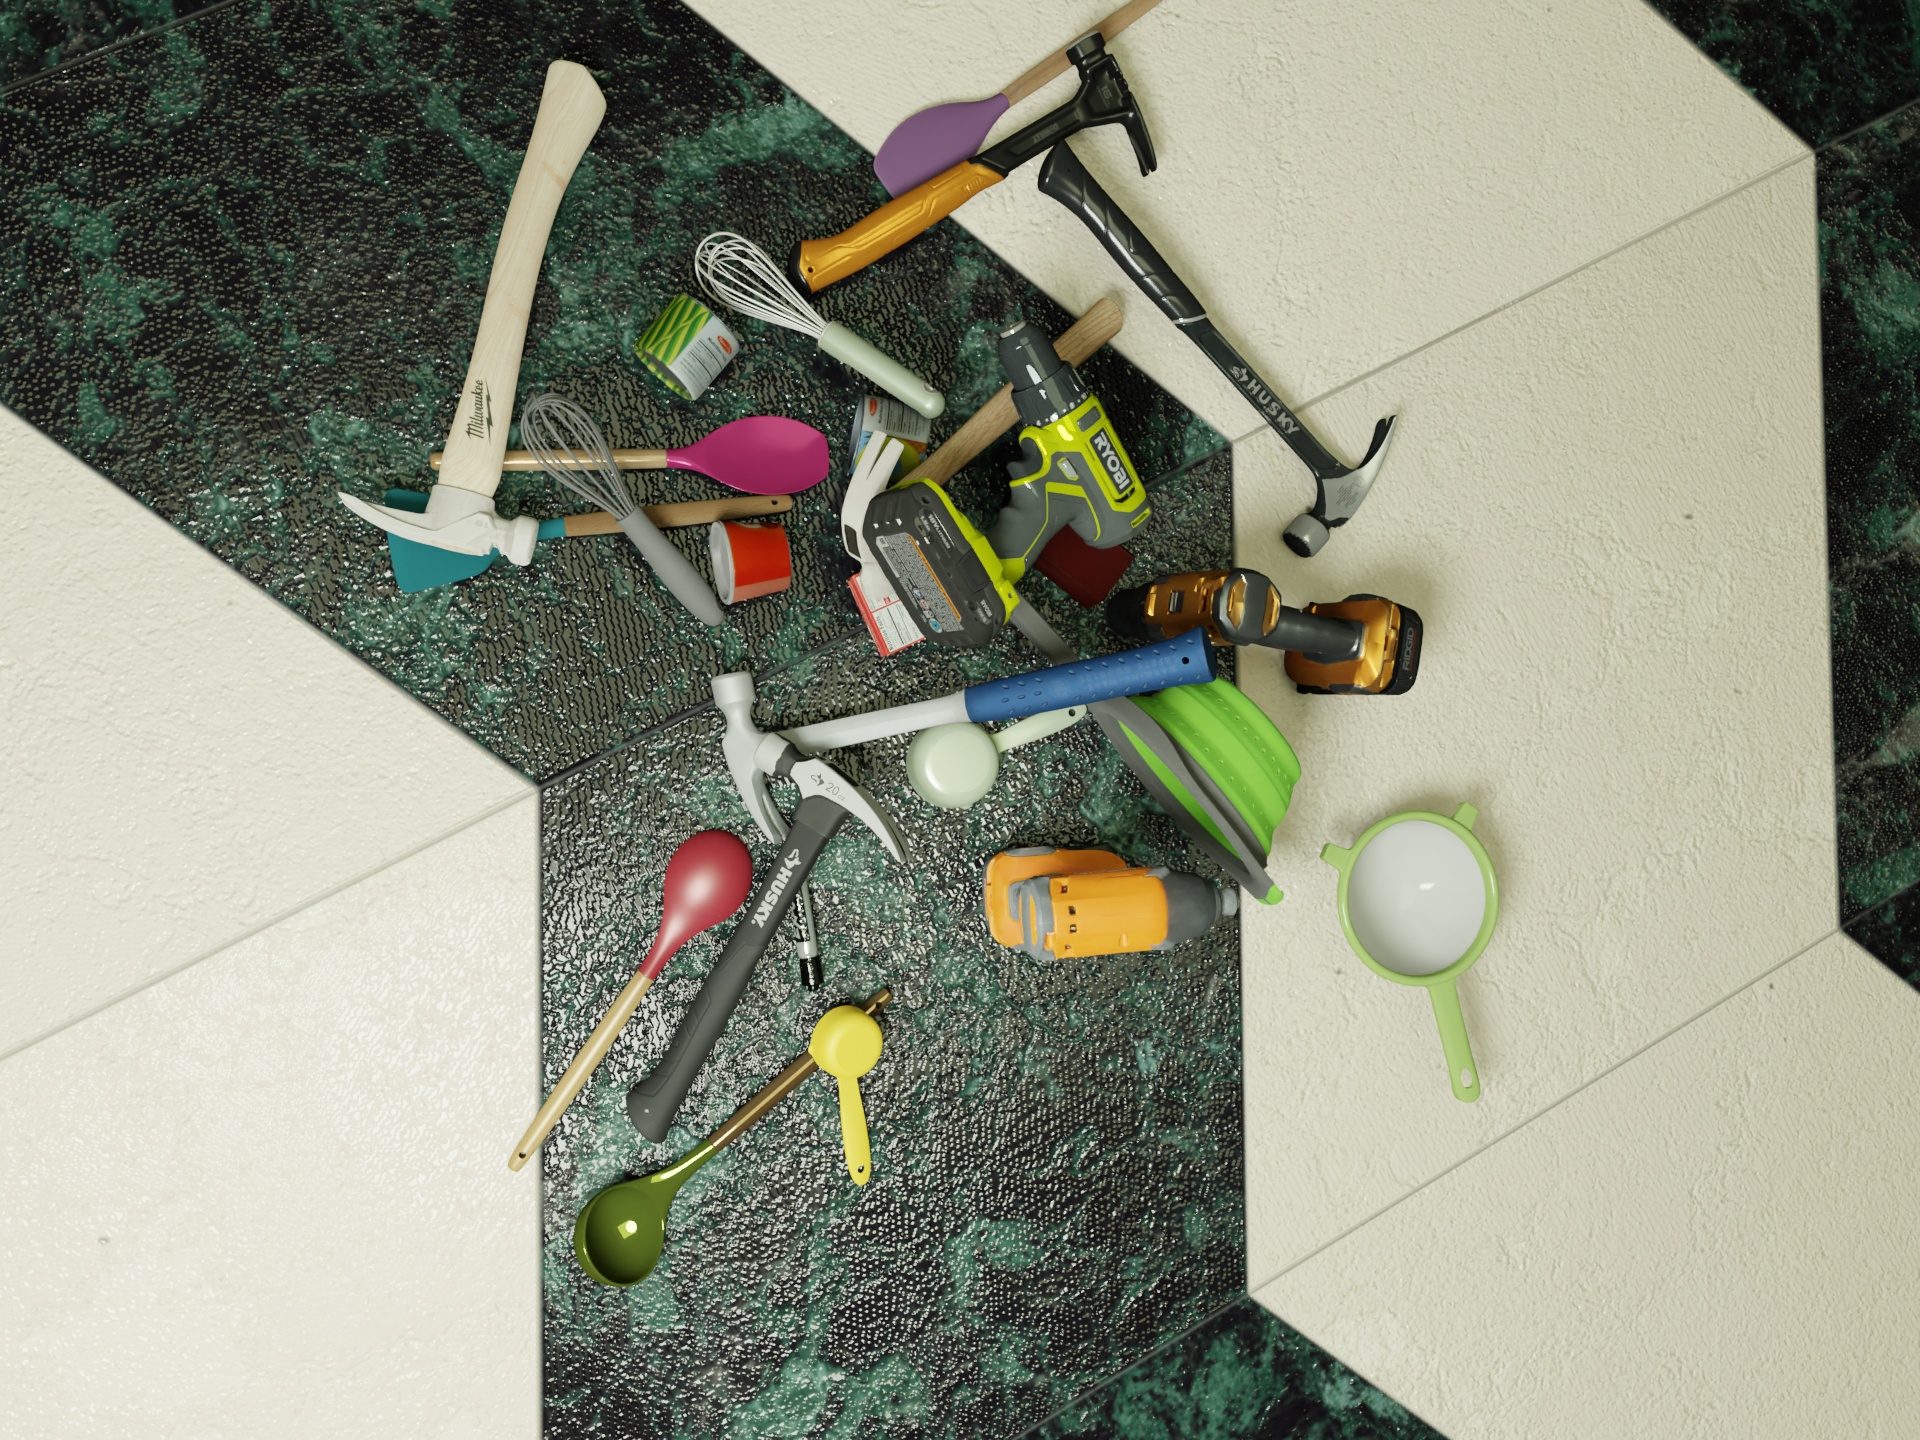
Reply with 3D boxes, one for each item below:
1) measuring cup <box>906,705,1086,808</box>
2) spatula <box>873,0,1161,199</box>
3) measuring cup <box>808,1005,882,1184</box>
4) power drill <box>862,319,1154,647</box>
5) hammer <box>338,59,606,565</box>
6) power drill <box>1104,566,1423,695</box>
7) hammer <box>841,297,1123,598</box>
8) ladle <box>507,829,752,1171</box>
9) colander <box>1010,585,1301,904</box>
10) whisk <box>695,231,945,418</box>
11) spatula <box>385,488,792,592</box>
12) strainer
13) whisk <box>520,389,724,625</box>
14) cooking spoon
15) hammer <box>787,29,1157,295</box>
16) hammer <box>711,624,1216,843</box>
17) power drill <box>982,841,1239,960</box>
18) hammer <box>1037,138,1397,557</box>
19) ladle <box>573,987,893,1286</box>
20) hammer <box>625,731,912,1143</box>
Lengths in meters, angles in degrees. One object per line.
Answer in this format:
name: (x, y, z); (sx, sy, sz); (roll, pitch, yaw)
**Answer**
measuring cup: (0.036, 0.018, 1.338); (0.167, 0.038, 0.083); (-22, 92, -13)
spatula: (0.057, -0.552, 1.374); (0.316, 0.018, 0.059); (-37, 99, -9)
measuring cup: (-0.084, 0.310, 1.295); (0.062, 0.029, 0.156); (-13, 102, -29)
power drill: (0.036, -0.182, 1.232); (0.228, 0.080, 0.190); (-43, 113, -29)
hammer: (-0.365, -0.333, 1.254); (0.146, 0.038, 0.411); (13, 79, -13)
power drill: (0.248, -0.076, 1.336); (0.226, 0.185, 0.084); (11, 86, -29)
hammer: (0.023, -0.246, 1.307); (0.031, 0.129, 0.331); (31, 64, 29)
ladle: (-0.269, 0.226, 1.280); (0.069, 0.031, 0.315); (35, 84, -9)
colander: (0.153, -0.028, 1.295); (0.094, 0.204, 0.397); (-41, 80, -3)
whisk: (-0.115, -0.319, 1.297); (0.246, 0.058, 0.059); (35, 120, 6)
spatula: (-0.292, -0.159, 1.280); (0.317, 0.044, 0.082); (-9, 86, -12)
strainer: (0.399, 0.204, 1.386); (0.151, 0.069, 0.256); (-15, 91, -13)
whisk: (-0.260, -0.161, 1.248); (0.055, 0.055, 0.238); (-43, 121, -9)
cooking spoon: (-0.266, -0.214, 1.299); (0.319, 0.017, 0.069); (-3, 80, -11)
hammer: (0.006, -0.448, 1.348); (0.337, 0.034, 0.127); (-32, 105, -8)
hammer: (-0.002, -0.004, 1.237); (0.405, 0.035, 0.144); (-12, 91, 20)
power drill: (0.111, 0.142, 1.252); (0.164, 0.226, 0.084); (-3, 89, -11)
hammer: (0.215, -0.335, 1.370); (0.408, 0.036, 0.149); (45, 79, -12)
ladle: (-0.175, 0.328, 1.279); (0.320, 0.062, 0.078); (-40, 108, -13)
hammer: (-0.168, 0.188, 1.255); (0.146, 0.035, 0.335); (31, 96, 13)
